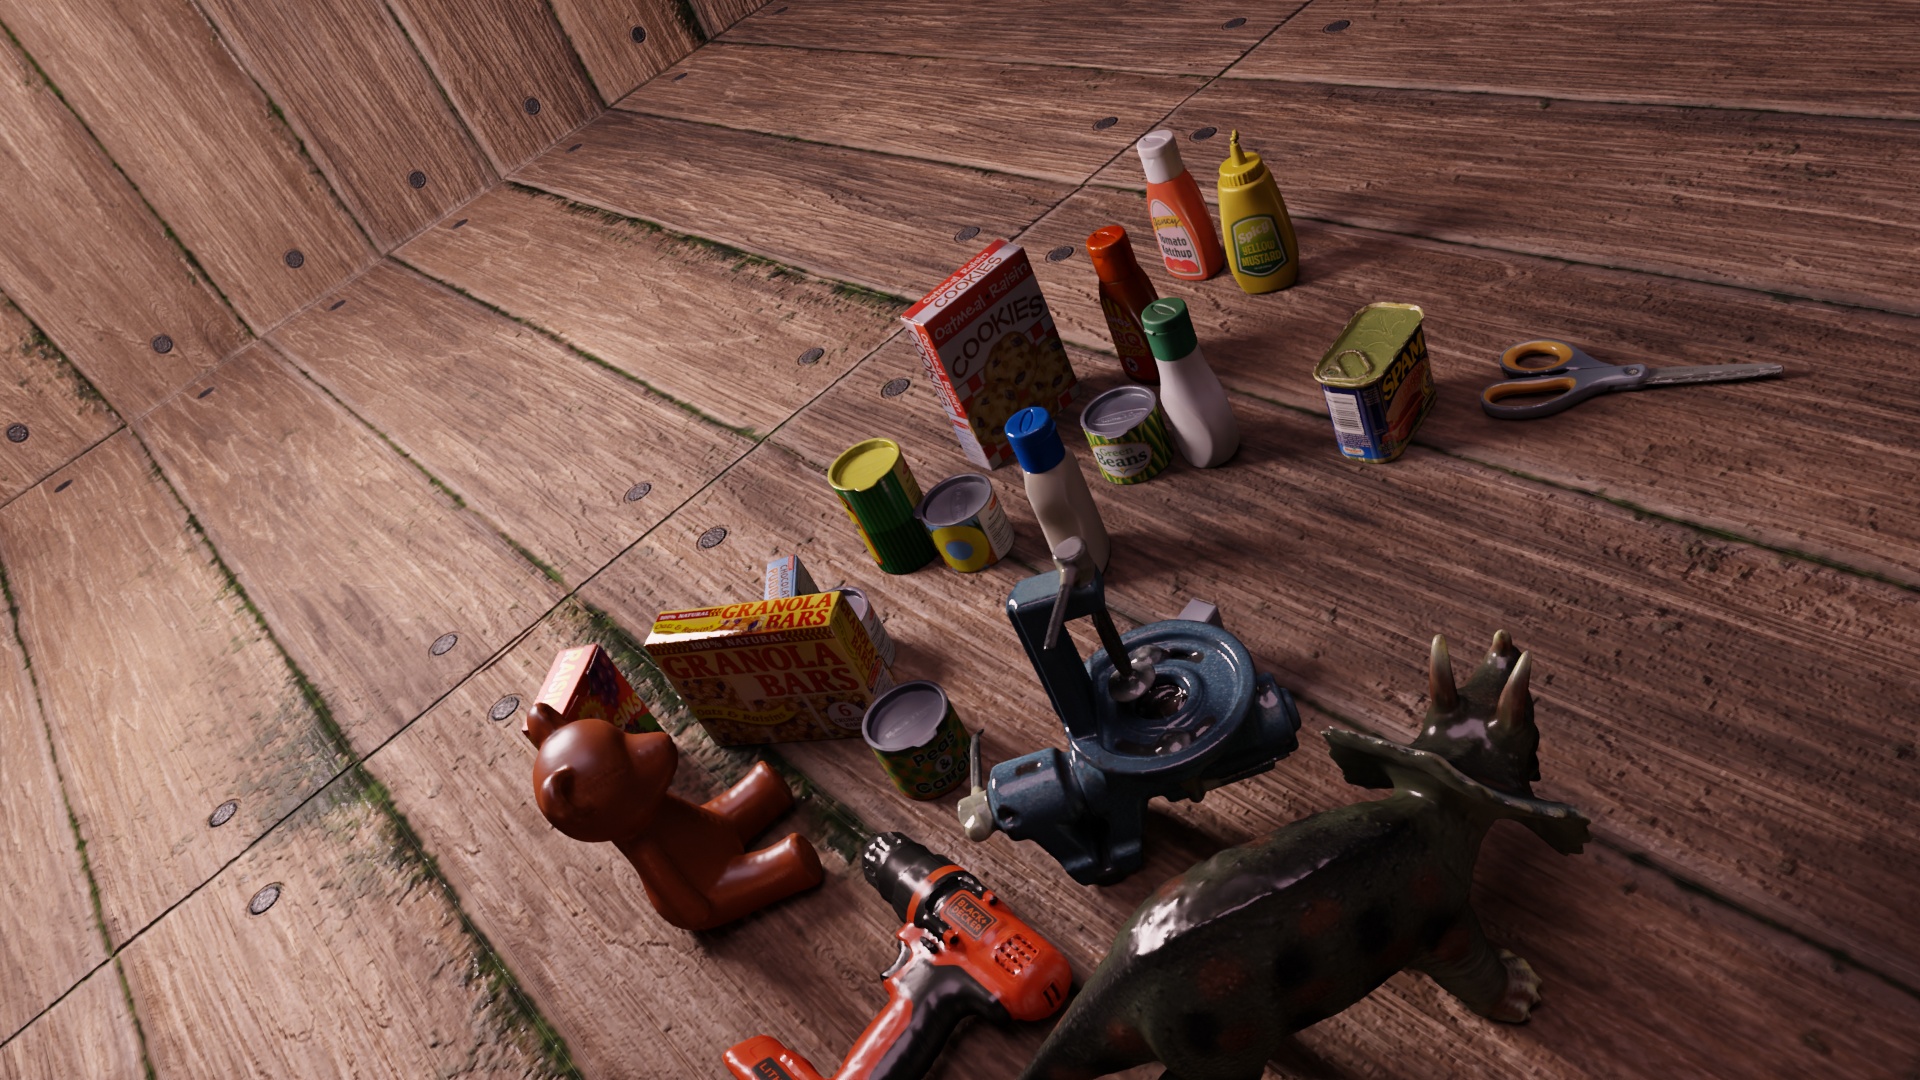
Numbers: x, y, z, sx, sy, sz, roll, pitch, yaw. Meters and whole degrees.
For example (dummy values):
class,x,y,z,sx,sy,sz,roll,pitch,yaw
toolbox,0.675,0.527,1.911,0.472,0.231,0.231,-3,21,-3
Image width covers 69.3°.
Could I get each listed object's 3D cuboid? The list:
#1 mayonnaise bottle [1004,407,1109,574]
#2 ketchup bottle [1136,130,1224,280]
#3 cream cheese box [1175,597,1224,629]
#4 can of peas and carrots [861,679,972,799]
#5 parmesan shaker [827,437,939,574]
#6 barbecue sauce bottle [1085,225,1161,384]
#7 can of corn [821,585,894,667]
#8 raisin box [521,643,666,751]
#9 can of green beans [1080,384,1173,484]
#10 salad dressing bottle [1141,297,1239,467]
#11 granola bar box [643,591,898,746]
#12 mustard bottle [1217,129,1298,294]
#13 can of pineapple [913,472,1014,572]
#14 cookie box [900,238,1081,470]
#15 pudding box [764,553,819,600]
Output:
class,x,y,z,sx,sy,sz,roll,pitch,yaw
mayonnaise bottle,0.076,-0.037,1.082,0.041,0.147,0.065,-10,39,22
ketchup bottle,0.211,-0.327,1.356,0.044,0.148,0.065,-42,39,-20
cream cheese box,0.148,0.094,0.957,0.024,0.053,0.104,17,54,44
can of peas and carrots,-0.028,0.145,0.999,0.071,0.058,0.071,-17,37,13
parmesan shaker,-0.063,-0.027,1.194,0.071,0.102,0.072,-17,37,13
barbecue sauce bottle,0.153,-0.212,1.251,0.044,0.148,0.065,-40,38,-17
can of corn,-0.096,0.081,1.119,0.071,0.058,0.071,-17,37,13
raisin box,-0.282,0.154,1.089,0.040,0.123,0.086,-11,39,21
can of green beans,0.142,-0.090,1.184,0.071,0.057,0.071,-17,37,13
salad dressing bottle,0.185,-0.127,1.128,0.044,0.147,0.064,-37,37,-14
granola bar box,-0.141,0.101,1.067,0.165,0.123,0.039,-7,40,24
mustard bottle,0.269,-0.305,1.285,0.065,0.159,0.049,-11,39,20
can of pineapple,0.004,-0.015,1.176,0.071,0.057,0.071,-17,37,13
cookie box,0.030,-0.167,1.255,0.123,0.166,0.040,-41,38,-19
pudding box,-0.144,0.057,1.186,0.030,0.049,0.084,-19,37,10
